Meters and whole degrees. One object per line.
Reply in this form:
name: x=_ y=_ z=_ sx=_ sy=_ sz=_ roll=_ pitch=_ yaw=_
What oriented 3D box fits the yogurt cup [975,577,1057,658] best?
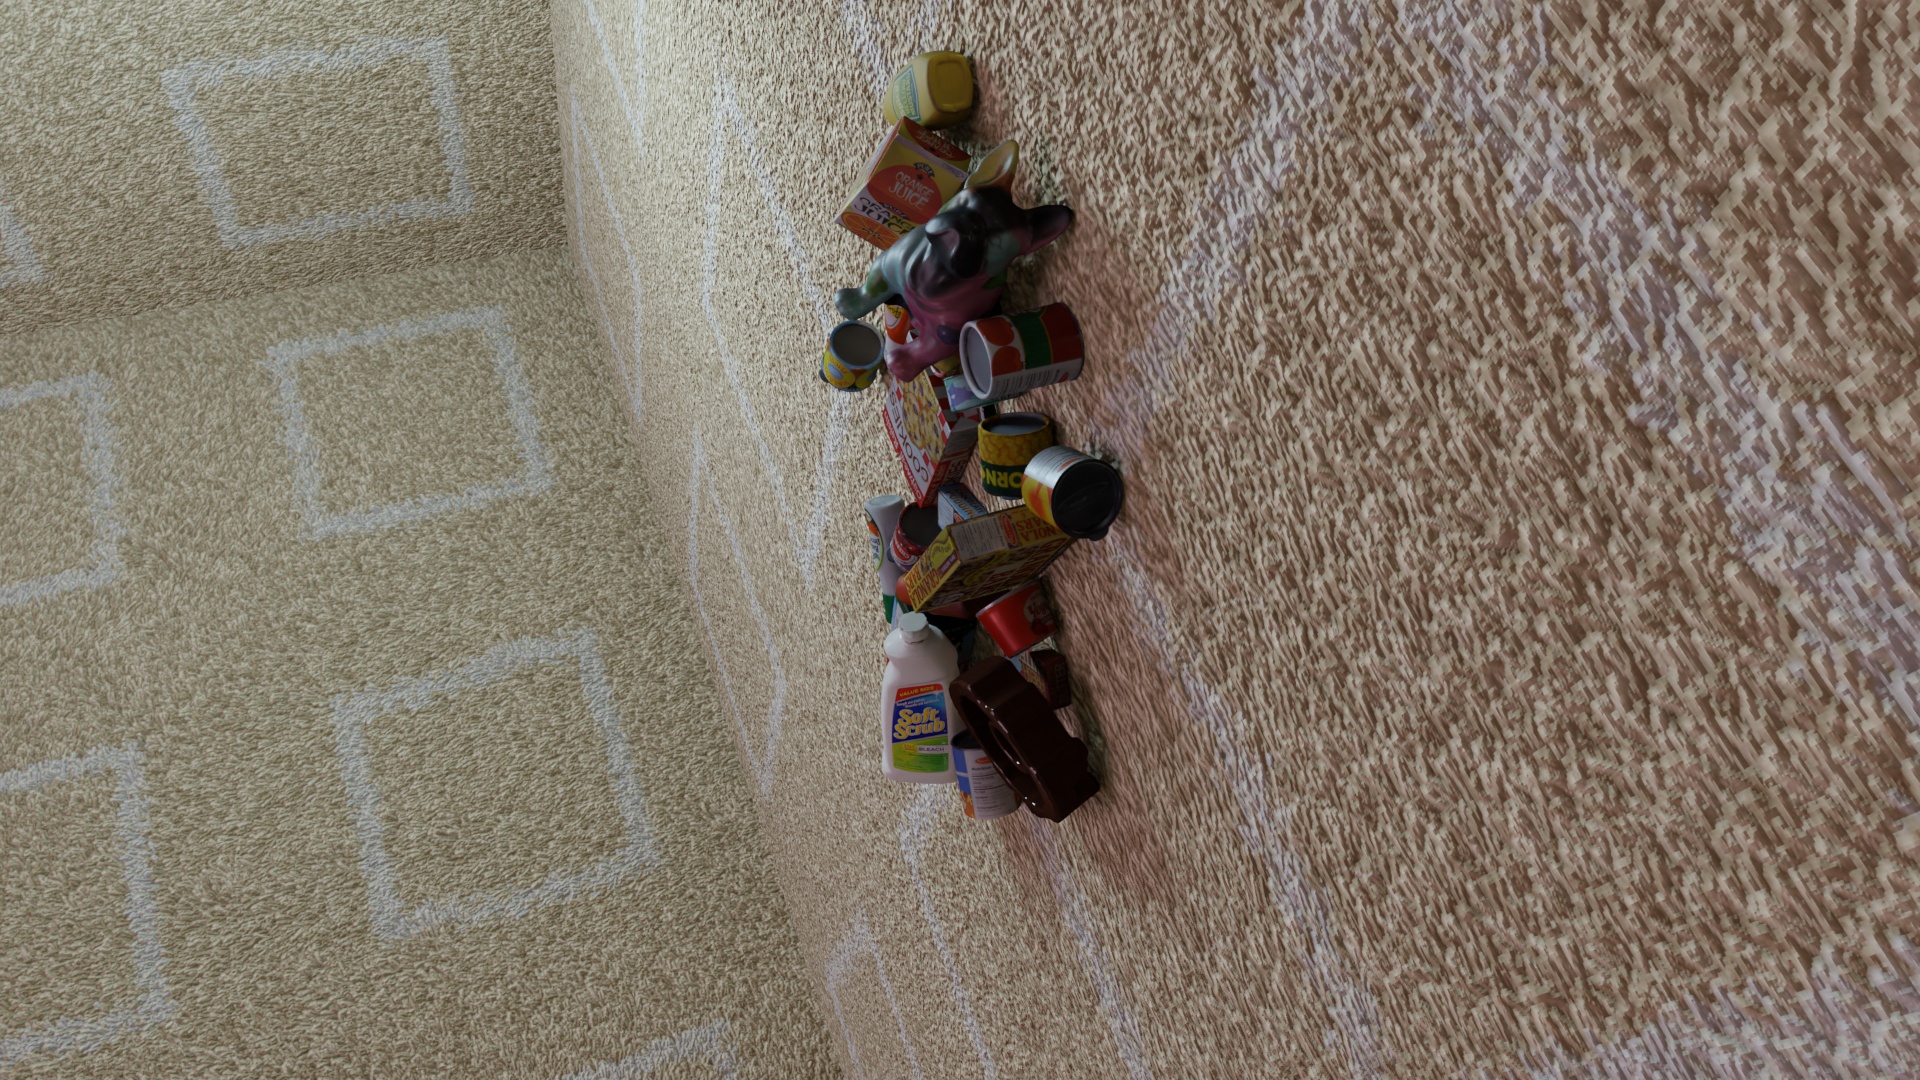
yogurt cup: x=0.056 y=0.076 z=1.316 sx=0.054 sy=0.072 sz=0.072 roll=60 pitch=158 yaw=7

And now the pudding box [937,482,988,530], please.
pudding box: x=0.005 y=-0.018 z=1.439 sx=0.084 sy=0.030 sz=0.049 roll=-129 pitch=32 yaw=-49

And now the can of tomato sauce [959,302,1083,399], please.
can of tomato sauce: x=0.049 y=-0.158 z=1.145 sx=0.071 sy=0.083 sz=0.071 roll=166 pitch=89 yaw=-70

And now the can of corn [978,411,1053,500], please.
can of corn: x=0.049 y=-0.075 z=1.222 sx=0.071 sy=0.071 sz=0.058 roll=-140 pitch=41 yaw=-58

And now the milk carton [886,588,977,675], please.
milk carton: x=-0.037 y=0.130 z=1.595 sx=0.189 sy=0.072 sz=0.074 roll=101 pitch=149 yaw=-48

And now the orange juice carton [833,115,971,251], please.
orange juice carton: x=-0.050 y=-0.323 z=1.261 sx=0.073 sy=0.072 sz=0.192 roll=-64 pitch=15 yaw=-9

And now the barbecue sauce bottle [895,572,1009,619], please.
barbecue sauce bottle: x=-0.015 y=0.054 z=1.453 sx=0.148 sy=0.065 sz=0.043 roll=2 pitch=110 yaw=56

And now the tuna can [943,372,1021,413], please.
tuna can: x=0.022 y=-0.139 z=1.259 sx=0.071 sy=0.071 sz=0.033 roll=177 pitch=78 yaw=-70

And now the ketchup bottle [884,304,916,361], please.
ketchup bottle: x=-0.054 y=-0.240 z=1.425 sx=0.148 sy=0.044 sz=0.065 roll=101 pitch=148 yaw=-51

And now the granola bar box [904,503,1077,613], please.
granola bar box: x=0.028 y=0.013 z=1.259 sx=0.165 sy=0.124 sz=0.039 roll=130 pitch=123 yaw=-66

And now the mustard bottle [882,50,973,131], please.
mustard bottle: x=-0.037 y=-0.399 z=1.259 sx=0.160 sy=0.049 sz=0.065 roll=-166 pitch=66 yaw=-68

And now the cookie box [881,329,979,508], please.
cookie box: x=-0.033 y=-0.126 z=1.451 sx=0.166 sy=0.040 sz=0.123 roll=116 pitch=136 yaw=-61

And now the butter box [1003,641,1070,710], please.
butter box: x=0.073 y=0.124 z=1.362 sx=0.103 sy=0.024 sz=0.053 roll=-147 pitch=46 yaw=-63

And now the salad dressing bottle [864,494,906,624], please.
salad dressing bottle: x=-0.078 y=0.023 z=1.594 sx=0.064 sy=0.044 sz=0.147 roll=-143 pitch=42 yaw=-65

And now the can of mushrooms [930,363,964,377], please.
can of mushrooms: x=-0.010 y=-0.191 z=1.354 sx=0.071 sy=0.033 sz=0.071 roll=167 pitch=89 yaw=-70

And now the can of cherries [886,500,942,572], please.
can of cherries: x=-0.043 y=-0.002 z=1.518 sx=0.058 sy=0.072 sz=0.072 roll=111 pitch=140 yaw=-58

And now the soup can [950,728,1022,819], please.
soup can: x=0.028 y=0.251 z=1.513 sx=0.071 sy=0.071 sz=0.083 roll=-158 pitch=56 yaw=-66

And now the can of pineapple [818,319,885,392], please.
can of pineapple: x=-0.124 y=-0.211 z=1.597 sx=0.057 sy=0.071 sz=0.071 roll=123 pitch=129 yaw=-64

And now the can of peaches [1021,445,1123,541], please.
can of peaches: x=0.091 y=-0.039 z=1.139 sx=0.058 sy=0.071 sz=0.071 roll=-146 pitch=45 yaw=-62
